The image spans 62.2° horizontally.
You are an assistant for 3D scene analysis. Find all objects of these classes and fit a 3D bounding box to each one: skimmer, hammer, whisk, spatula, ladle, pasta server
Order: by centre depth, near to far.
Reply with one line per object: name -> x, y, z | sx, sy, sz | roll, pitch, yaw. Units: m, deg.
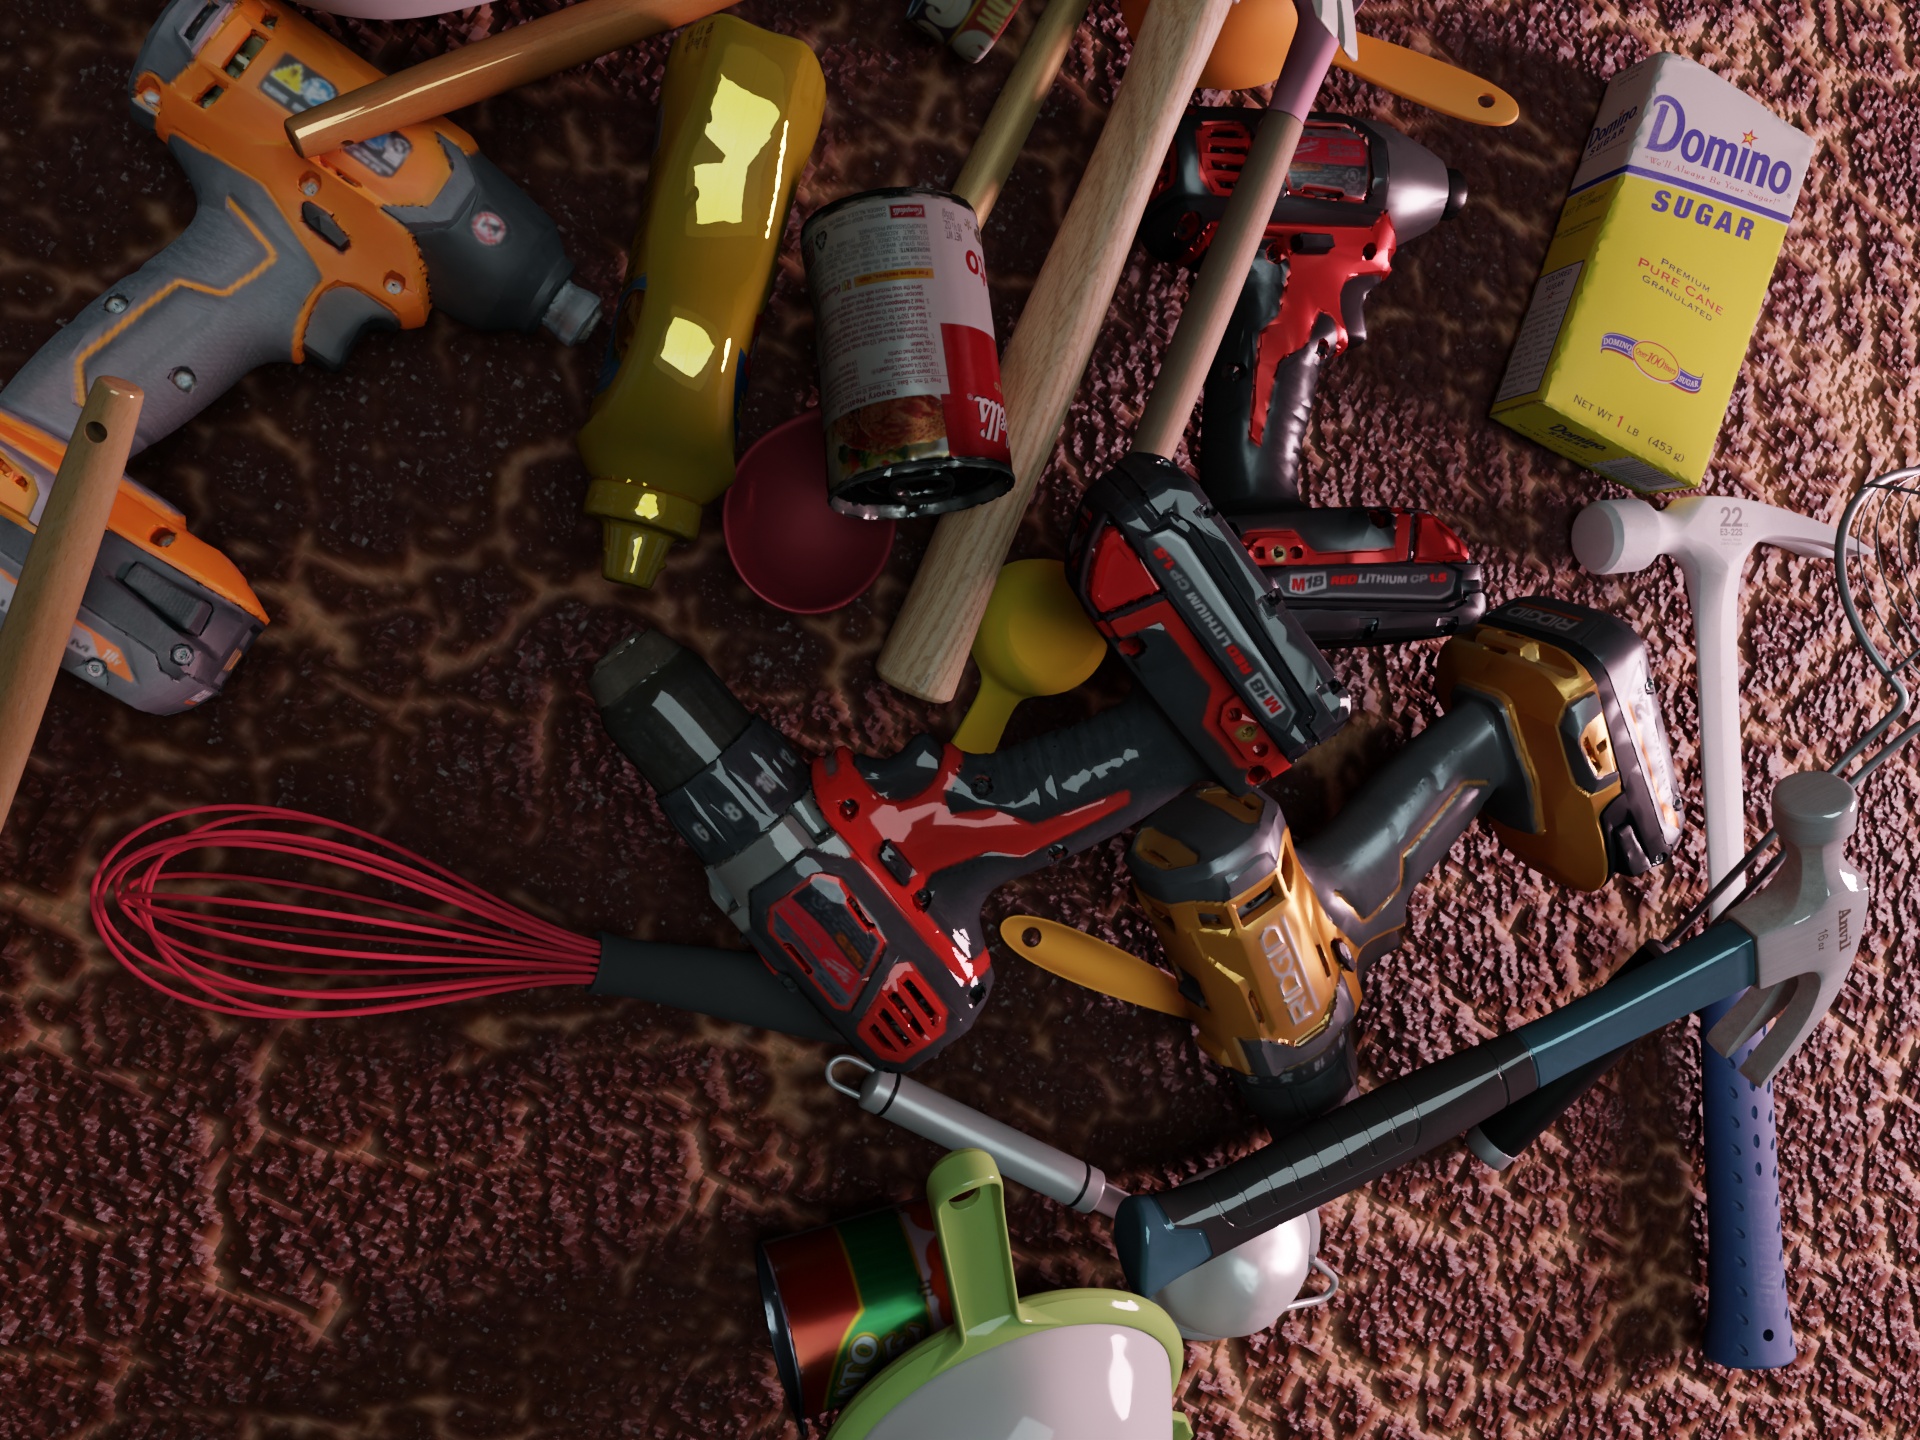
ladle -> -0.306, 0.045, 0.477 | 0.078, 0.062, 0.320 | 24, 106, -14
spatula -> -0.086, -0.269, 0.558 | 0.322, 0.081, 0.041 | -31, 100, -21
whisk -> -0.153, 0.086, 0.579 | 0.295, 0.073, 0.073 | 14, 87, -24
pasta server -> 0.107, -0.201, 0.590 | 0.040, 0.060, 0.316 | 17, 96, -54
hammer -> 0.045, -0.161, 0.597 | 0.031, 0.130, 0.331 | 9, 107, -52
hammer -> 0.211, 0.139, 0.630 | 0.331, 0.033, 0.128 | -25, 122, -5
ladle -> -0.008, -0.184, 0.631 | 0.069, 0.031, 0.315 | 28, 81, -18
skimmer -> 0.346, 0.050, 0.699 | 0.127, 0.090, 0.363 | 37, 105, 0
hammer -> 0.366, 0.097, 0.746 | 0.144, 0.035, 0.405 | -5, 93, -17

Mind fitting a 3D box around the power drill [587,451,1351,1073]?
power drill -> -0.001, -0.002, 0.566 | 0.226, 0.080, 0.187 | -37, 102, 7

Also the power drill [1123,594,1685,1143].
power drill -> 0.190, 0.073, 0.662 | 0.226, 0.084, 0.185 | -32, 116, -14

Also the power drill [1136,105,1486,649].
power drill -> 0.148, -0.140, 0.656 | 0.143, 0.078, 0.220 | -3, 89, -17

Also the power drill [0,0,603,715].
power drill -> -0.237, -0.116, 0.536 | 0.164, 0.084, 0.226 | 33, 78, -16

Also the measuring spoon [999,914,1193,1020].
measuring spoon -> 0.068, 0.107, 0.670 | 0.117, 0.011, 0.021 | 24, 86, -12

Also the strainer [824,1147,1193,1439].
strainer -> 0.021, 0.247, 0.558 | 0.151, 0.069, 0.256 | -18, 132, -11

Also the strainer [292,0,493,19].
strainer -> -0.140, -0.254, 0.467 | 0.211, 0.341, 0.095 | -29, 132, -10

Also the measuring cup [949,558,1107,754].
measuring cup -> 0.012, 0.006, 0.638 | 0.062, 0.029, 0.156 | 29, 81, -15

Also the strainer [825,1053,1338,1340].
strainer -> 0.057, 0.198, 0.654 | 0.258, 0.050, 0.087 | 29, 98, -12

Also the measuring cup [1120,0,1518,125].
measuring cup -> 0.146, -0.287, 0.630 | 0.173, 0.052, 0.095 | 27, 79, 9
